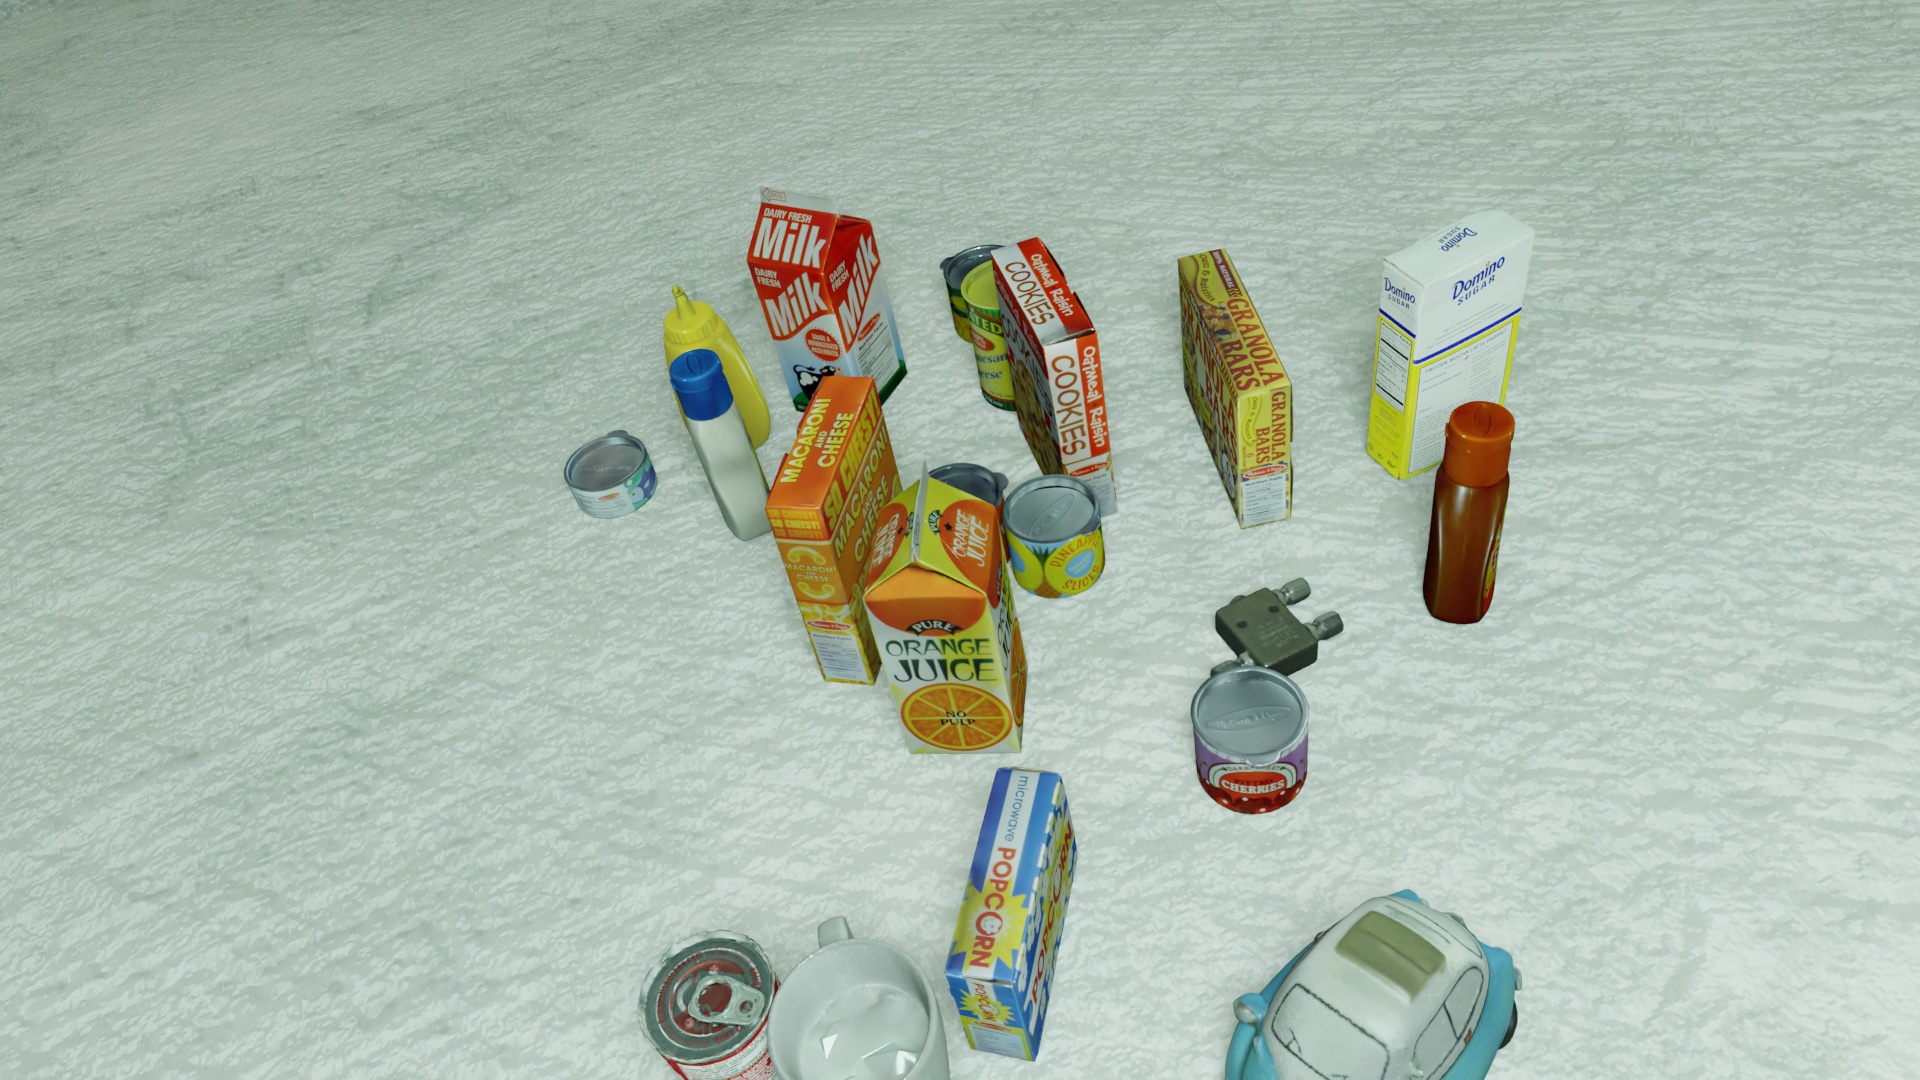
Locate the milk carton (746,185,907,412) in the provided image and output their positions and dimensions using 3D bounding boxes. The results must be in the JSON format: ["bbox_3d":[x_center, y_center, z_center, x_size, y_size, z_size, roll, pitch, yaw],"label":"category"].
[{"bbox_3d":[-0.105,-0.188,1.081,0.072,0.189,0.074,15,51,25],"label":"milk carton"}]

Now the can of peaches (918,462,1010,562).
[{"bbox_3d":[0.003,-0.012,0.974,0.071,0.057,0.071,-6,45,6],"label":"can of peaches"}]

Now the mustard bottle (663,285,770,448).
[{"bbox_3d":[-0.194,-0.134,1.067,0.065,0.159,0.049,-29,47,-16],"label":"mustard bottle"}]

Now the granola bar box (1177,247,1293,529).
[{"bbox_3d":[0.194,-0.109,0.983,0.039,0.123,0.166,-12,44,1],"label":"granola bar box"}]

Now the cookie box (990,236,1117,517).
[{"bbox_3d":[0.067,-0.112,0.982,0.040,0.166,0.123,-18,44,-5],"label":"cookie box"}]

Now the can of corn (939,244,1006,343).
[{"bbox_3d":[0.020,-0.206,1.165,0.071,0.058,0.071,-6,45,6],"label":"can of corn"}]

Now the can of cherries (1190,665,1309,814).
[{"bbox_3d":[0.168,0.118,0.807,0.071,0.058,0.072,-6,45,6],"label":"can of cherries"}]

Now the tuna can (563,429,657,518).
[{"bbox_3d":[-0.274,-0.052,1.094,0.071,0.032,0.071,-6,45,6],"label":"tuna can"}]

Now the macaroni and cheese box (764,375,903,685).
[{"bbox_3d":[-0.074,-0.005,0.907,0.040,0.165,0.124,3,46,15],"label":"macaroni and cheese box"}]

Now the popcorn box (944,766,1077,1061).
[{"bbox_3d":[0.030,0.197,0.740,0.038,0.084,0.127,3,46,16],"label":"popcorn box"}]

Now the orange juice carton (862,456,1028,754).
[{"bbox_3d":[-0.008,0.043,0.826,0.073,0.191,0.072,-2,45,10],"label":"orange juice carton"}]

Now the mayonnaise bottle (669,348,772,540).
[{"bbox_3d":[-0.172,-0.071,1.007,0.041,0.147,0.065,-22,45,-9],"label":"mayonnaise bottle"}]

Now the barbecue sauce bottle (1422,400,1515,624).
[{"bbox_3d":[0.310,-0.018,0.848,0.043,0.147,0.065,6,47,19],"label":"barbecue sauce bottle"}]

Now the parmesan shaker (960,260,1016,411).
[{"bbox_3d":[0.043,-0.158,1.080,0.071,0.102,0.072,-6,45,6],"label":"parmesan shaker"}]

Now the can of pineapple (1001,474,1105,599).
[{"bbox_3d":[0.066,-0.001,0.950,0.071,0.057,0.071,-6,45,6],"label":"can of pineapple"}]
